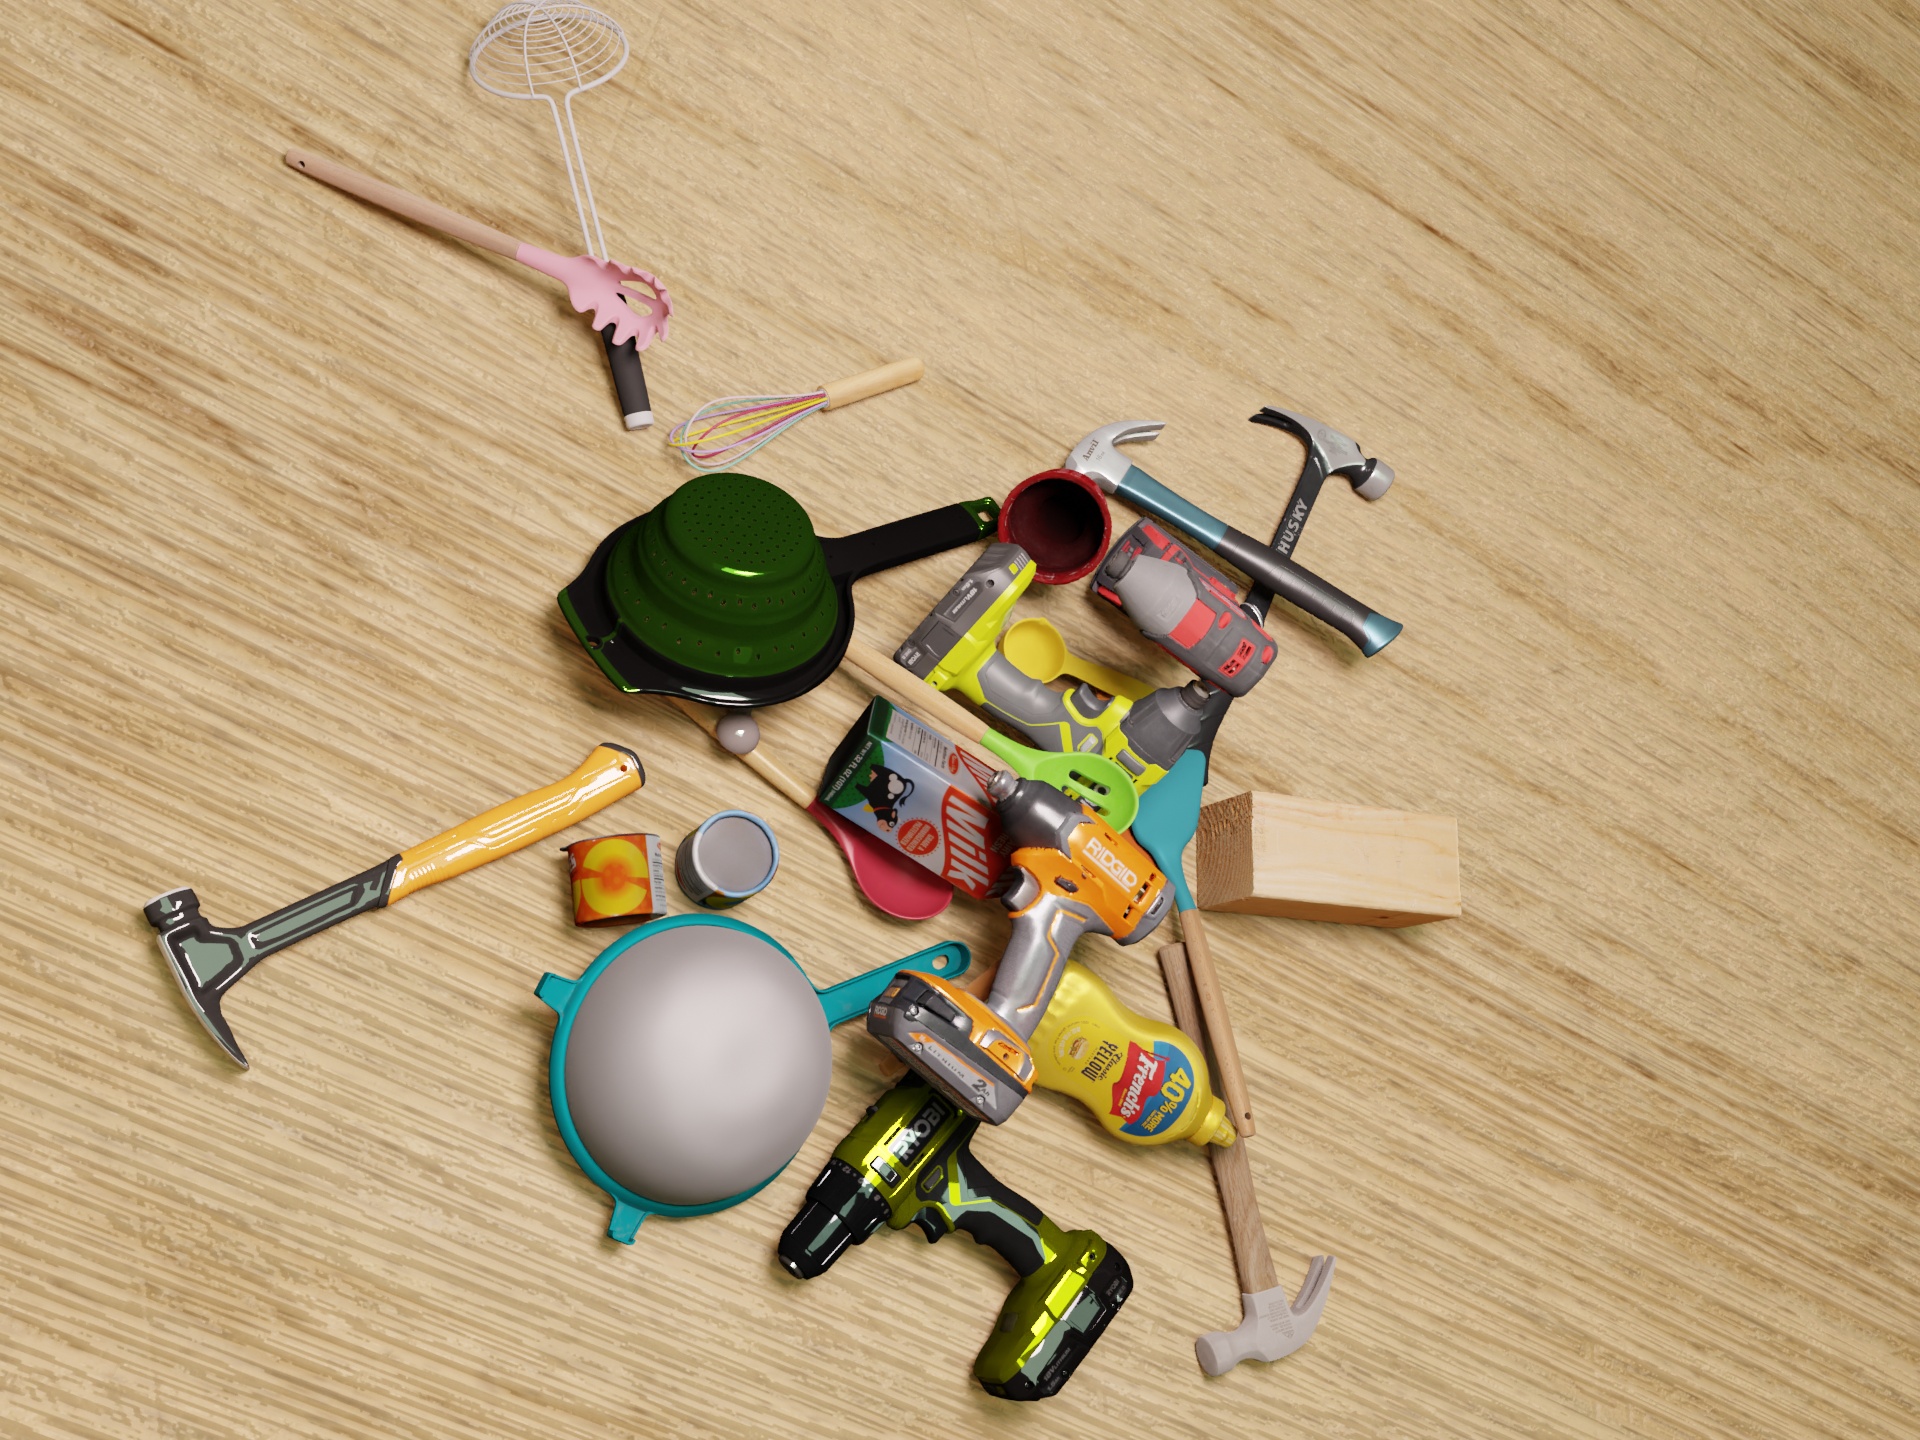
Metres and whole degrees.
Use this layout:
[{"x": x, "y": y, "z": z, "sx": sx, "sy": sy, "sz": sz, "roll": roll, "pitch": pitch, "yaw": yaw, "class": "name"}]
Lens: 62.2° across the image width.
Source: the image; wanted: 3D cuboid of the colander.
[{"x": -0.108, "y": -0.140, "z": 1.222, "sx": 0.397, "sy": 0.094, "sz": 0.205, "roll": -22, "pitch": 62, "yaw": -35, "class": "colander"}]

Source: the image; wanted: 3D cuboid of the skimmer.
[{"x": -0.299, "y": -0.407, "z": 1.277, "sx": 0.127, "sy": 0.090, "sz": 0.363, "roll": -14, "pitch": 92, "yaw": -9, "class": "skimmer"}]

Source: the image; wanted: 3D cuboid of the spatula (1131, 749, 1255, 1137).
[{"x": 0.193, "y": 0.176, "z": 1.284, "sx": 0.082, "sy": 0.044, "sz": 0.318, "roll": -3, "pitch": 64, "yaw": -21, "class": "spatula"}]

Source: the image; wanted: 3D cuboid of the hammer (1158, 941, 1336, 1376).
[{"x": 0.217, "y": 0.343, "z": 1.287, "sx": 0.130, "sy": 0.031, "sz": 0.331, "roll": -7, "pitch": 78, "yaw": -24, "class": "hammer"}]

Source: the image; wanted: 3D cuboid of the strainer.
[{"x": -0.116, "y": 0.222, "z": 1.130, "sx": 0.340, "sy": 0.095, "sz": 0.211, "roll": -17, "pitch": 92, "yaw": -32, "class": "strainer"}]

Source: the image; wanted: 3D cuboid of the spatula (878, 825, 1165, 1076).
[{"x": 0.054, "y": 0.178, "z": 1.248, "sx": 0.322, "sy": 0.041, "sz": 0.081, "roll": -35, "pitch": 90, "yaw": -30, "class": "spatula"}]

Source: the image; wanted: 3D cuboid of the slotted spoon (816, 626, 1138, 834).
[{"x": -0.002, "y": -0.004, "z": 1.232, "sx": 0.314, "sy": 0.031, "sz": 0.070, "roll": 33, "pitch": 75, "yaw": 4, "class": "slotted spoon"}]

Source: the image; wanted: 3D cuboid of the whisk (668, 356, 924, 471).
[{"x": -0.128, "y": -0.257, "z": 1.303, "sx": 0.245, "sy": 0.047, "sz": 0.051, "roll": -25, "pitch": 85, "yaw": -30, "class": "whisk"}]

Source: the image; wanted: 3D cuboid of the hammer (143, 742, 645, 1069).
[{"x": -0.368, "y": 0.108, "z": 1.101, "sx": 0.337, "sy": 0.034, "sz": 0.127, "roll": -27, "pitch": 86, "yaw": -27, "class": "hammer"}]

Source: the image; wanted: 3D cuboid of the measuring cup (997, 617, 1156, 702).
[{"x": 0.102, "y": -0.037, "z": 1.346, "sx": 0.156, "sy": 0.029, "sz": 0.062, "roll": 22, "pitch": 69, "yaw": -17, "class": "measuring cup"}]

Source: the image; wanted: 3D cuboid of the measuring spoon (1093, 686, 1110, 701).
[{"x": 0.117, "y": 0.017, "z": 1.349, "sx": 0.021, "sy": 0.011, "sz": 0.117, "roll": 8, "pitch": 75, "yaw": -9, "class": "measuring spoon"}]

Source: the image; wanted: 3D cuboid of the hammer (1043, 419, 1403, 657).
[{"x": 0.240, "y": -0.153, "z": 1.401, "sx": 0.331, "sy": 0.033, "sz": 0.128, "roll": 31, "pitch": 69, "yaw": -1, "class": "hammer"}]

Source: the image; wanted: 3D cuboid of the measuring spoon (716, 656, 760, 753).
[{"x": -0.161, "y": -0.031, "z": 1.224, "sx": 0.034, "sy": 0.018, "sz": 0.124, "roll": 20, "pitch": 56, "yaw": -20, "class": "measuring spoon"}]

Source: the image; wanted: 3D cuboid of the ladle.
[{"x": -0.135, "y": 0.047, "z": 1.223, "sx": 0.315, "sy": 0.031, "sz": 0.069, "roll": 40, "pitch": 56, "yaw": -6, "class": "ladle"}]

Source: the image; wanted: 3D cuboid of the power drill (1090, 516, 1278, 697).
[{"x": 0.169, "y": -0.095, "z": 1.268, "sx": 0.143, "sy": 0.220, "sz": 0.078, "roll": 36, "pitch": 101, "yaw": -7, "class": "power drill"}]

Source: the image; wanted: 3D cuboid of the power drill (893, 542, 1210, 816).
[{"x": 0.074, "y": -0.028, "z": 1.259, "sx": 0.223, "sy": 0.171, "sz": 0.080, "roll": 41, "pitch": 32, "yaw": -3, "class": "power drill"}]

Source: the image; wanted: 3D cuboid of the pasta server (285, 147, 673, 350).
[{"x": -0.363, "y": -0.365, "z": 1.207, "sx": 0.316, "sy": 0.060, "sz": 0.040, "roll": 22, "pitch": 29, "yaw": -4, "class": "pasta server"}]

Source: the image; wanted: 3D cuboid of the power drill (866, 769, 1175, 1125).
[{"x": 0.034, "y": 0.155, "z": 1.145, "sx": 0.164, "sy": 0.084, "sz": 0.226, "roll": 43, "pitch": 71, "yaw": -12, "class": "power drill"}]

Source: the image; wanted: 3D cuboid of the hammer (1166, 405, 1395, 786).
[{"x": 0.266, "y": -0.111, "z": 1.434, "sx": 0.149, "sy": 0.036, "sz": 0.409, "roll": 33, "pitch": 66, "yaw": -11, "class": "hammer"}]

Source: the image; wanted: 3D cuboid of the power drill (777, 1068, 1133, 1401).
[{"x": -0.004, "y": 0.382, "z": 1.157, "sx": 0.228, "sy": 0.080, "sz": 0.190, "roll": 46, "pitch": 62, "yaw": -2, "class": "power drill"}]
